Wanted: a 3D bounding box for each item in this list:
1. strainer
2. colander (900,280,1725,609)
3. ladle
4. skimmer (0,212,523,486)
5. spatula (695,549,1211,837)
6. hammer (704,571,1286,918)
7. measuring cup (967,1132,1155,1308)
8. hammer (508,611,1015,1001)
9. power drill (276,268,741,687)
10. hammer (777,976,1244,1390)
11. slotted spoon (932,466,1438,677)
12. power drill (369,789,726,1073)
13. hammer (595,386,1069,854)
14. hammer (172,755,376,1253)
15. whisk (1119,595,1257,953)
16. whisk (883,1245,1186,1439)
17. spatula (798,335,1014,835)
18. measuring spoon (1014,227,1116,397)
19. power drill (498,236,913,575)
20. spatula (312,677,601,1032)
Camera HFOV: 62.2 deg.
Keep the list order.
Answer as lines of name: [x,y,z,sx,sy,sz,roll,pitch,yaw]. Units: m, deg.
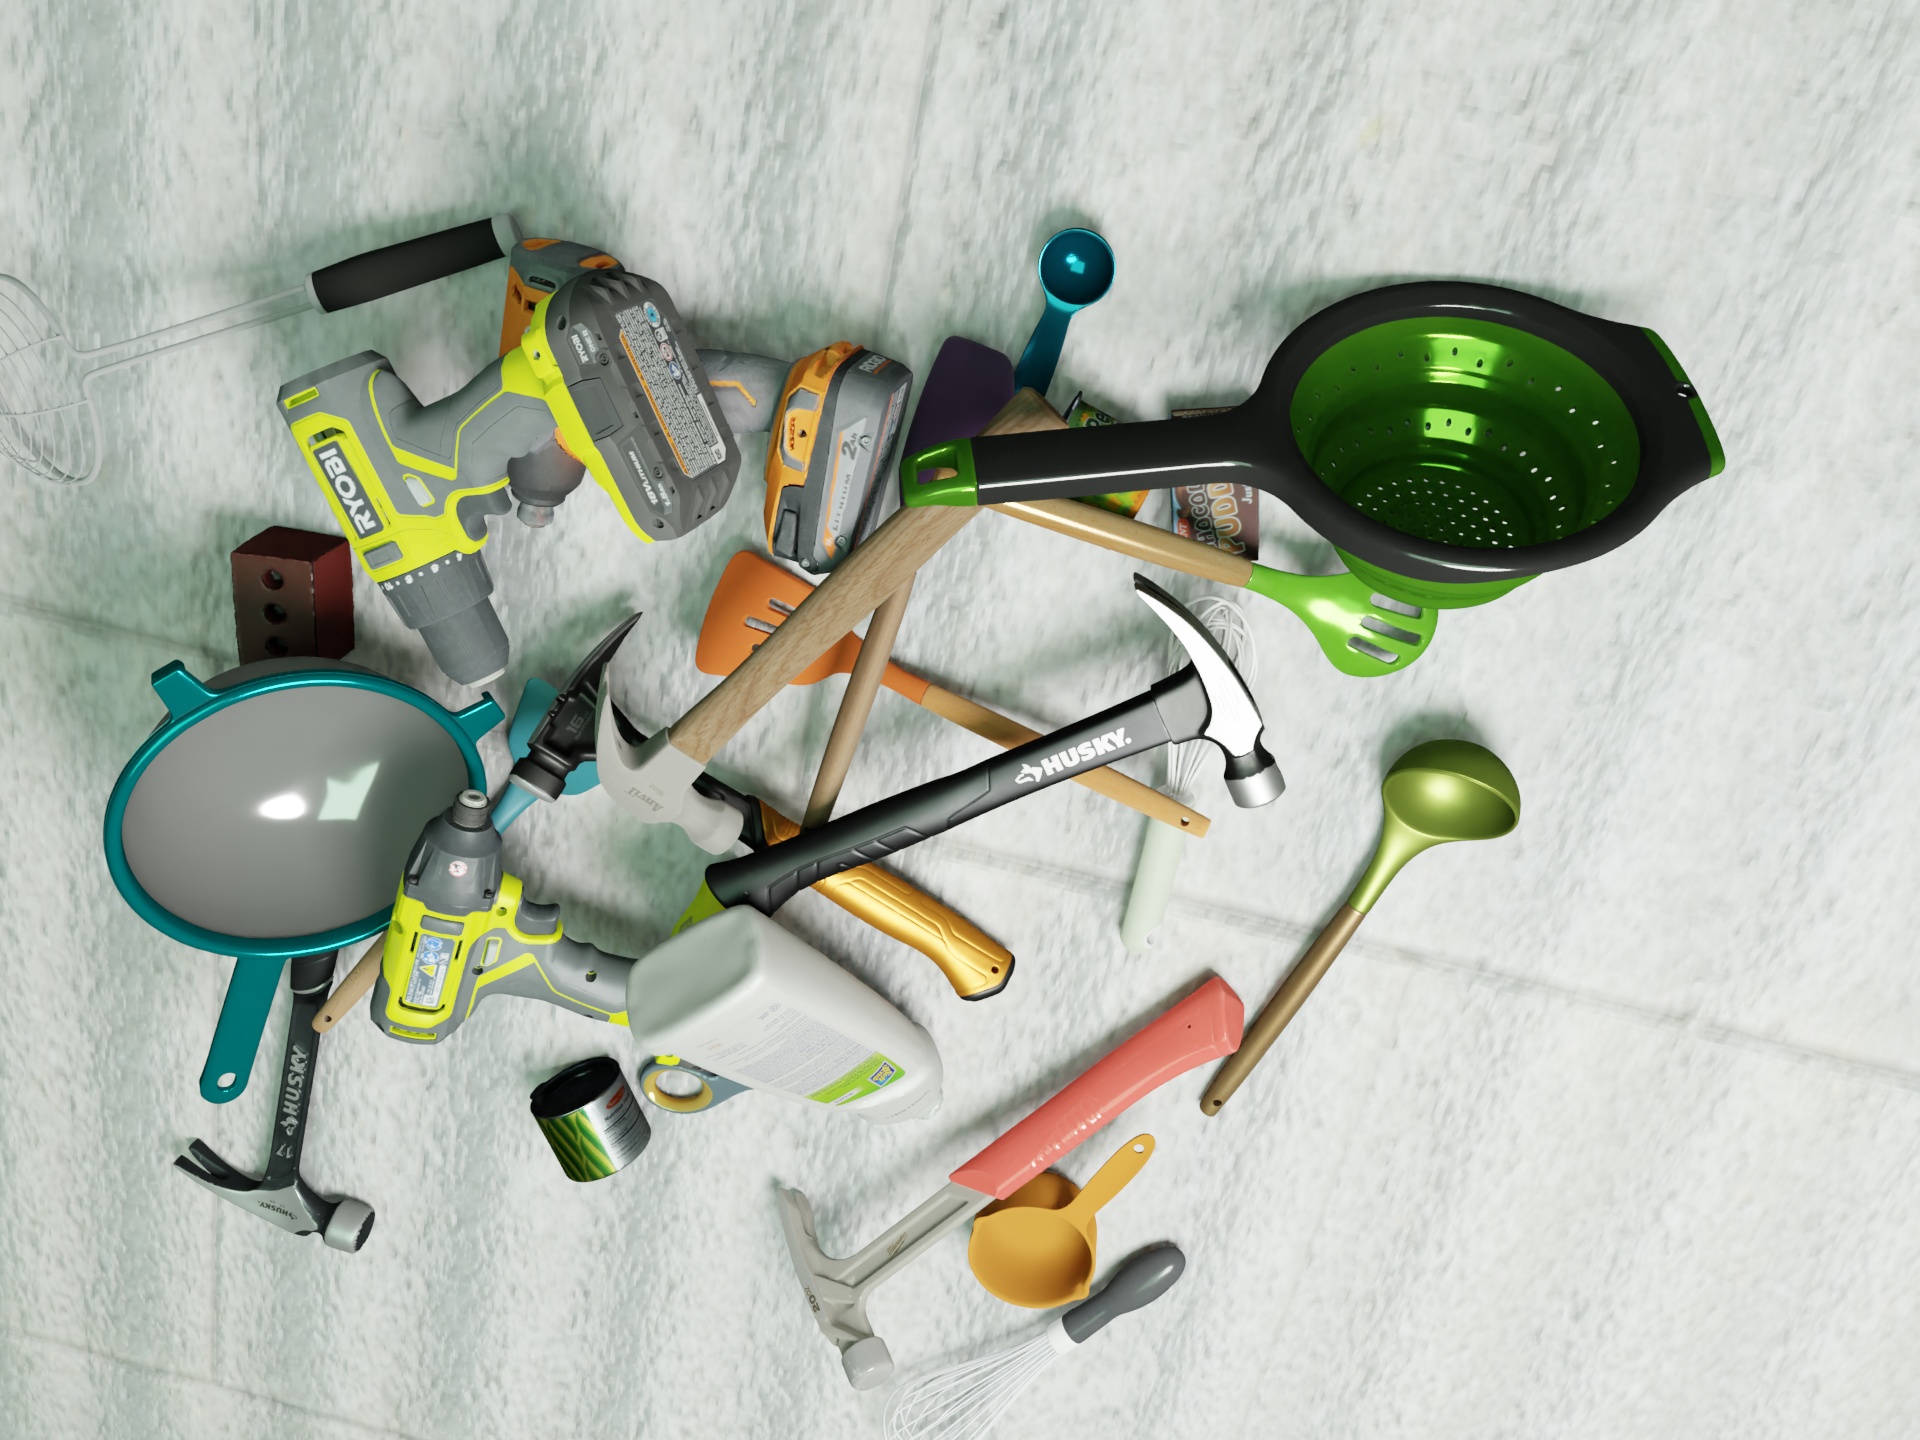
strainer: [-0.430,0.088,0.990,0.210,0.095,0.340,6,122,-37]
colander: [0.170,-0.117,0.815,0.397,0.205,0.094,-6,144,-2]
ladle: [0.231,0.140,0.979,0.078,0.062,0.320,26,117,-5]
skimmer: [-0.424,-0.235,0.933,0.363,0.090,0.127,-16,107,4]
spatula: [-0.001,-0.003,0.945,0.322,0.041,0.081,25,105,8]
hammer: [0.004,0.036,0.912,0.335,0.035,0.146,-22,107,12]
measuring cup: [0.076,0.324,1.083,0.095,0.052,0.173,36,111,-7]
hammer: [-0.103,0.071,0.993,0.336,0.034,0.127,34,76,-14]
power drill: [-0.238,-0.126,0.854,0.228,0.080,0.190,-15,109,26]
hammer: [0.035,0.281,1.056,0.359,0.149,0.036,-40,141,11]
slotted spoon: [0.131,-0.084,0.857,0.313,0.031,0.070,15,110,-18]
power drill: [-0.240,0.136,0.998,0.223,0.080,0.171,14,115,-18]
hammer: [-0.074,-0.059,0.868,0.331,0.031,0.129,-42,127,16]
hammer: [-0.463,0.198,1.120,0.149,0.036,0.408,19,114,2]
whisk: [0.131,0.038,0.960,0.059,0.058,0.246,30,123,33]
whisk: [0.050,0.458,1.142,0.284,0.070,0.070,-41,102,17]
spatula: [-0.038,-0.063,0.916,0.060,0.018,0.316,27,107,18]
measuring spoon: [0.049,-0.213,0.880,0.042,0.021,0.128,22,123,-2]
power drill: [-0.155,-0.161,0.898,0.226,0.084,0.164,19,117,4]
spatula: [-0.334,0.101,1.041,0.082,0.044,0.317,40,104,-13]
